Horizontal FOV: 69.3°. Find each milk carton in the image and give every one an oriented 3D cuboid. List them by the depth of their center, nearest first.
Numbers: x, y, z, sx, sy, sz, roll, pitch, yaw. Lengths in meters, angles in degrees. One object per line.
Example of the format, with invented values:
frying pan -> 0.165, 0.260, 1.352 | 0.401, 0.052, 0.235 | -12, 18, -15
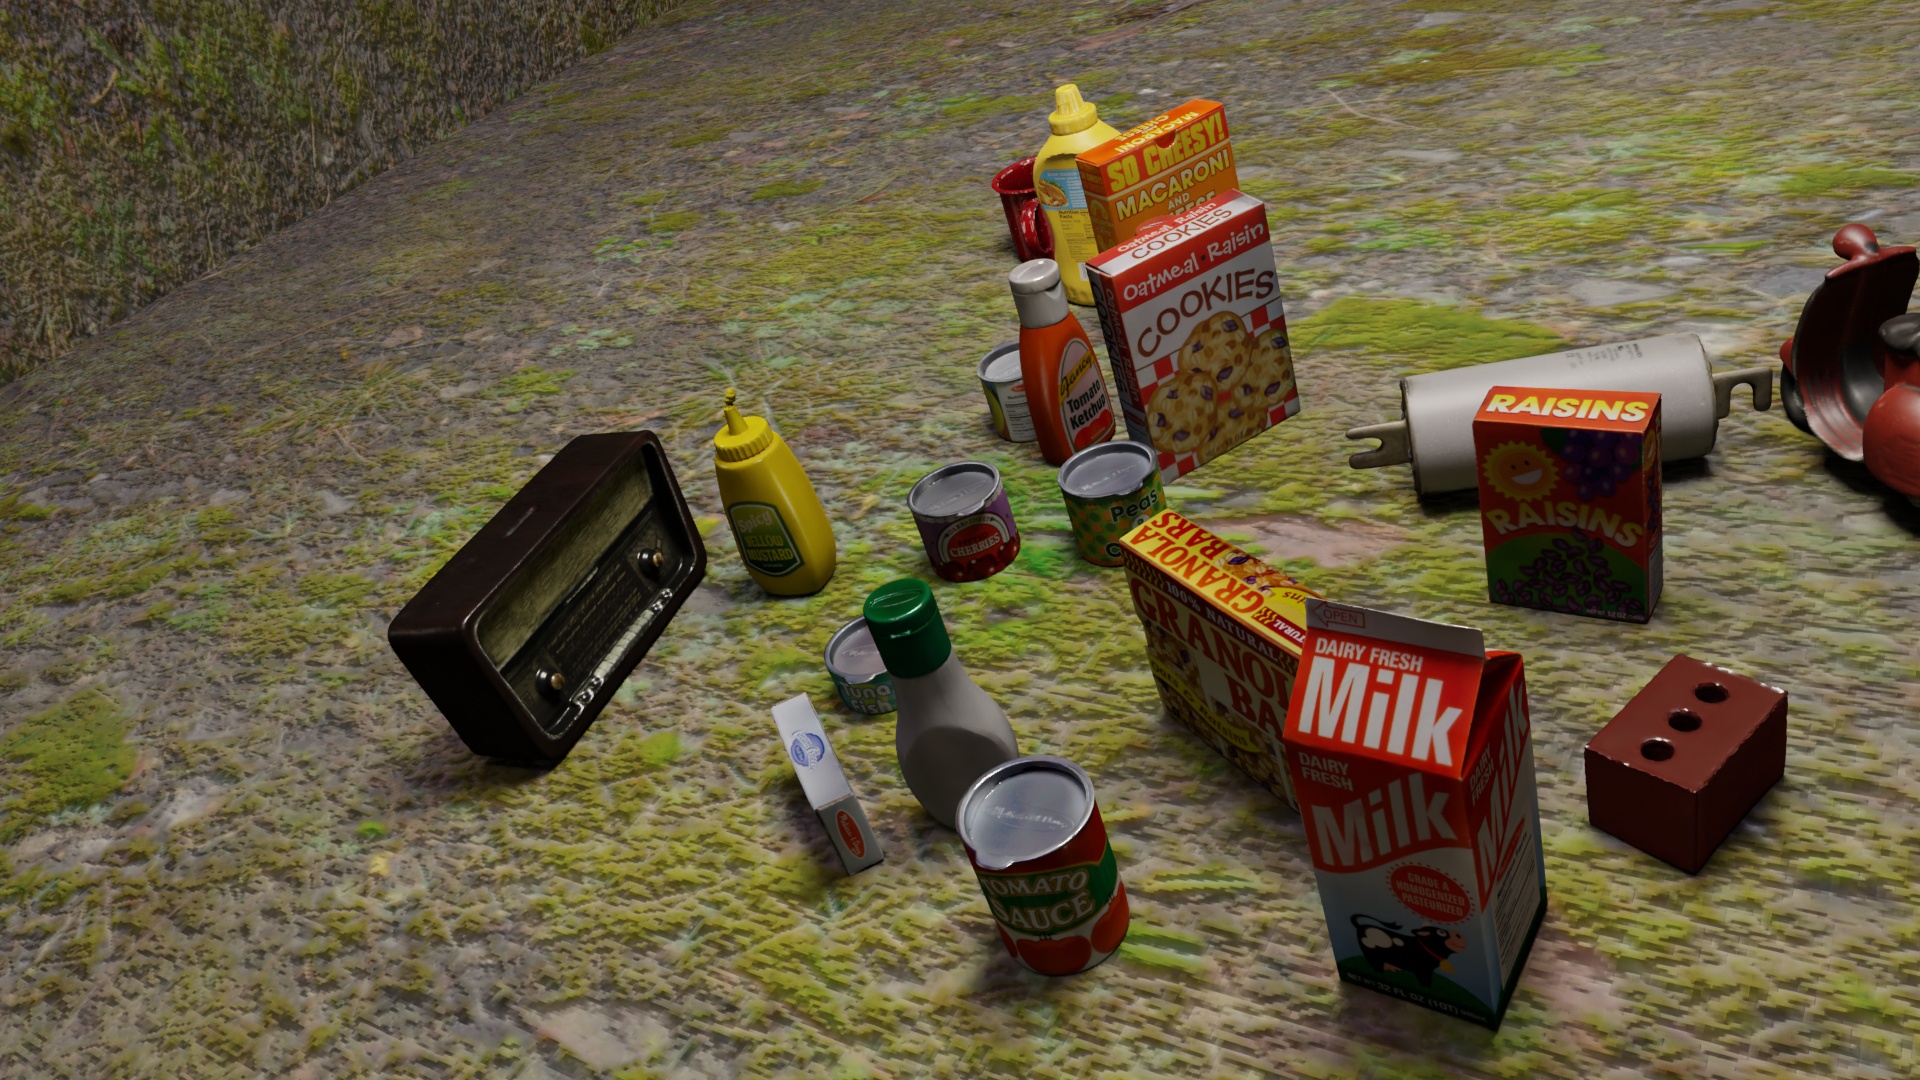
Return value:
milk carton -> 0.187, 0.103, 0.566 | 0.072, 0.189, 0.074 | 9, 42, 37

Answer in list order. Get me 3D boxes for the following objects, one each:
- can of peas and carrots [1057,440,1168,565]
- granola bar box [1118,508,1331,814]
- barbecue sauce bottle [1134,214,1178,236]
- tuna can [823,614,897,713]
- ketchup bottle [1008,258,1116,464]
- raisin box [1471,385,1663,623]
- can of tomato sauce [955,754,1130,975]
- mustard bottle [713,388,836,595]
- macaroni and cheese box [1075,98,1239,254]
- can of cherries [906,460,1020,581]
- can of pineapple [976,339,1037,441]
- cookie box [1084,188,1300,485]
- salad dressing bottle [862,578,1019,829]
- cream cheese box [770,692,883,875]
can of peas and carrots -> 0.104, -0.024, 0.920 | 0.071, 0.058, 0.071 | -14, 33, 9
granola bar box -> 0.152, 0.069, 0.695 | 0.039, 0.123, 0.166 | -30, 34, -17
barbecue sauce bottle -> 0.161, -0.162, 1.015 | 0.065, 0.148, 0.044 | -9, 34, 16
tuna can -> -0.050, 0.077, 0.873 | 0.071, 0.032, 0.071 | -13, 33, 9
ketchup bottle -> 0.070, -0.131, 1.015 | 0.043, 0.148, 0.065 | 17, 47, 44
raisin box -> 0.325, -0.020, 0.740 | 0.086, 0.122, 0.040 | 9, 42, 37
can of tomato sauce -> 0.041, 0.156, 0.662 | 0.071, 0.082, 0.071 | -14, 33, 9
mustard bottle -> -0.137, -0.035, 0.967 | 0.065, 0.159, 0.049 | -3, 36, 24
macaroni and cheese box -> 0.172, -0.256, 1.132 | 0.124, 0.165, 0.040 | -30, 33, -16
can of cherries -> 0.003, -0.012, 0.955 | 0.071, 0.058, 0.072 | -14, 33, 9
can of pineapple -> 0.052, -0.119, 1.091 | 0.071, 0.057, 0.071 | -14, 33, 9
cookie box -> 0.163, -0.140, 0.962 | 0.123, 0.166, 0.040 | -28, 33, -14
salad dressing bottle -> -0.011, 0.087, 0.731 | 0.064, 0.147, 0.044 | -14, 33, 9
cream cheese box -> -0.076, 0.135, 0.781 | 0.024, 0.053, 0.104 | -25, 33, -9
